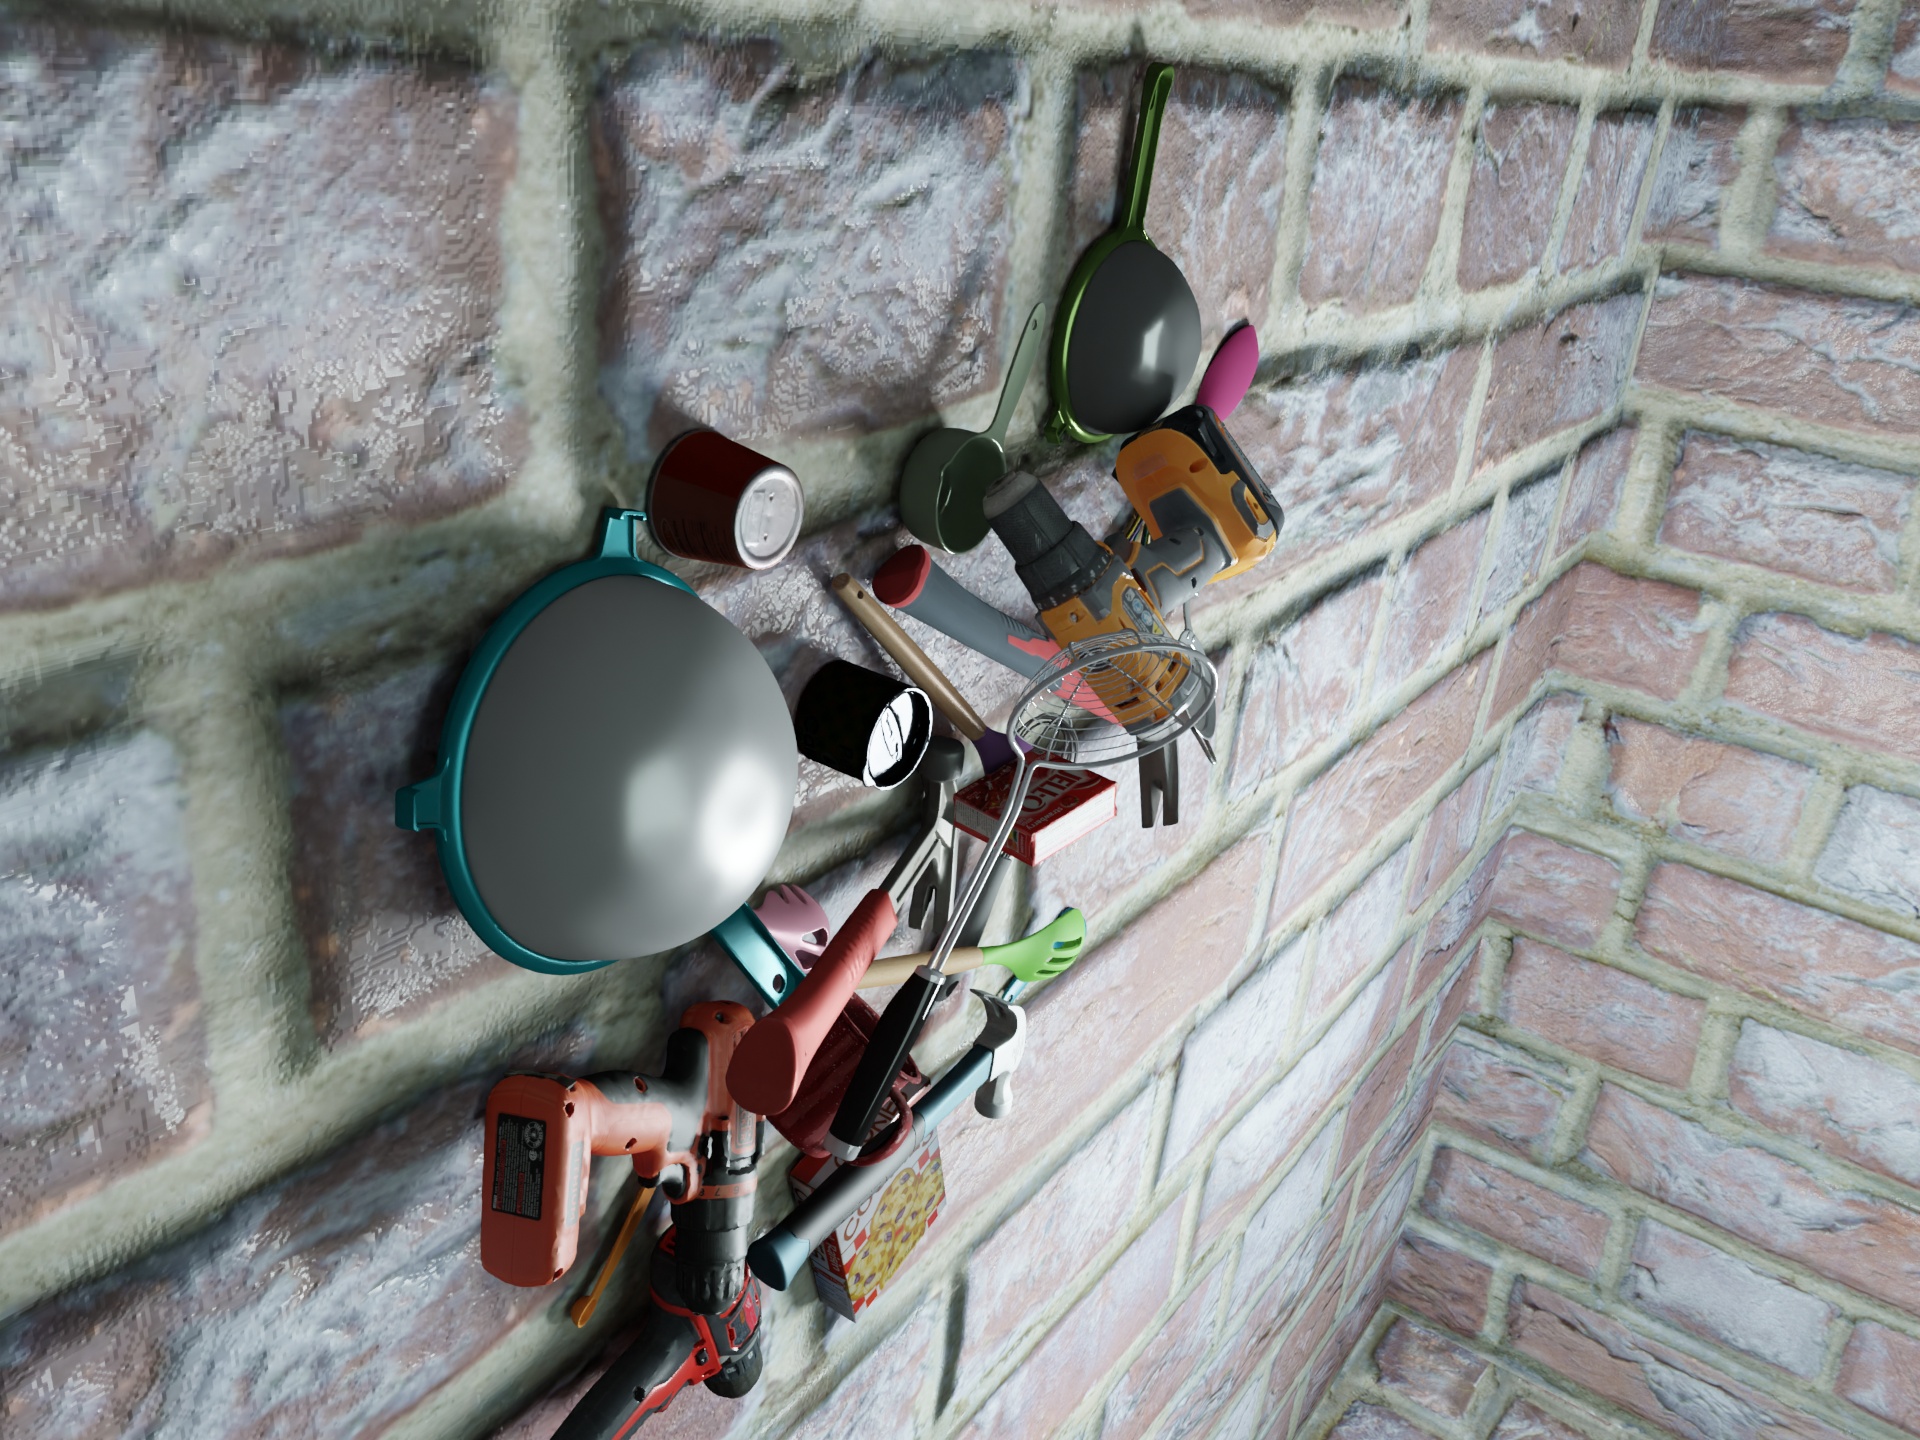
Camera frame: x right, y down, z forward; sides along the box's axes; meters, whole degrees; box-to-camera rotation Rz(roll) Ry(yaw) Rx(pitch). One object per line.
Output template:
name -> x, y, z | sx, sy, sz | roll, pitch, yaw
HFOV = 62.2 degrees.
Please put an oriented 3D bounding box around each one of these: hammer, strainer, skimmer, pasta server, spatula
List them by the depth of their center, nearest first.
strainer -> -0.124, 0.069, 0.820 | 0.211, 0.095, 0.340 | -62, 144, -29
pasta server -> -0.161, 0.100, 0.895 | 0.316, 0.040, 0.060 | 33, 79, -56
skimmer -> 0.028, 0.108, 0.937 | 0.127, 0.090, 0.363 | 28, 89, -49
hammer -> -0.058, 0.136, 0.961 | 0.359, 0.037, 0.149 | -53, 150, -66
spatula -> -0.002, -0.003, 1.049 | 0.315, 0.018, 0.060 | 49, 61, -49
strainer -> 0.135, -0.310, 1.088 | 0.151, 0.069, 0.256 | -25, 130, -51
hammer -> -0.040, 0.291, 1.106 | 0.331, 0.033, 0.128 | -30, 134, -56
hammer -> 0.061, -0.026, 1.116 | 0.386, 0.038, 0.143 | 23, 61, -55
strainer -> 0.173, -0.092, 1.228 | 0.086, 0.050, 0.258 | 24, 65, -60

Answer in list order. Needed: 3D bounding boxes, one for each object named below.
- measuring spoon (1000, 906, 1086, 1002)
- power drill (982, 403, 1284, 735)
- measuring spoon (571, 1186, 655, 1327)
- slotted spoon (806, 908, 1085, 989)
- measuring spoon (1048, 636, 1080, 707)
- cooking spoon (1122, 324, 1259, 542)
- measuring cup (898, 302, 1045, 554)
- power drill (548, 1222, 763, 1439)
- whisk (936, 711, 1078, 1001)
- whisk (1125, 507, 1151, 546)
measuring spoon -> 0.074, 0.208, 1.355 | 0.129, 0.021, 0.042 | -43, 141, -40
power drill -> 0.113, -0.123, 1.049 | 0.185, 0.084, 0.226 | 51, 46, -15
measuring spoon -> -0.207, 0.310, 0.966 | 0.021, 0.011, 0.117 | 73, 41, -69
slotted spoon -> -0.007, 0.176, 1.148 | 0.313, 0.031, 0.070 | 1, 124, -48
measuring spoon -> 0.085, -0.051, 1.218 | 0.034, 0.018, 0.124 | -56, 147, -23
cooking spoon -> 0.169, -0.196, 1.268 | 0.319, 0.017, 0.068 | -57, 147, -23
measuring cup -> 0.009, -0.186, 0.989 | 0.083, 0.038, 0.167 | 30, 80, -60
power drill -> -0.200, 0.440, 0.991 | 0.227, 0.080, 0.187 | -51, 151, -37
whisk -> 0.027, 0.102, 1.191 | 0.055, 0.055, 0.239 | 18, 96, -61
whisk -> 0.134, -0.134, 1.174 | 0.051, 0.047, 0.245 | 120, -7, -52
